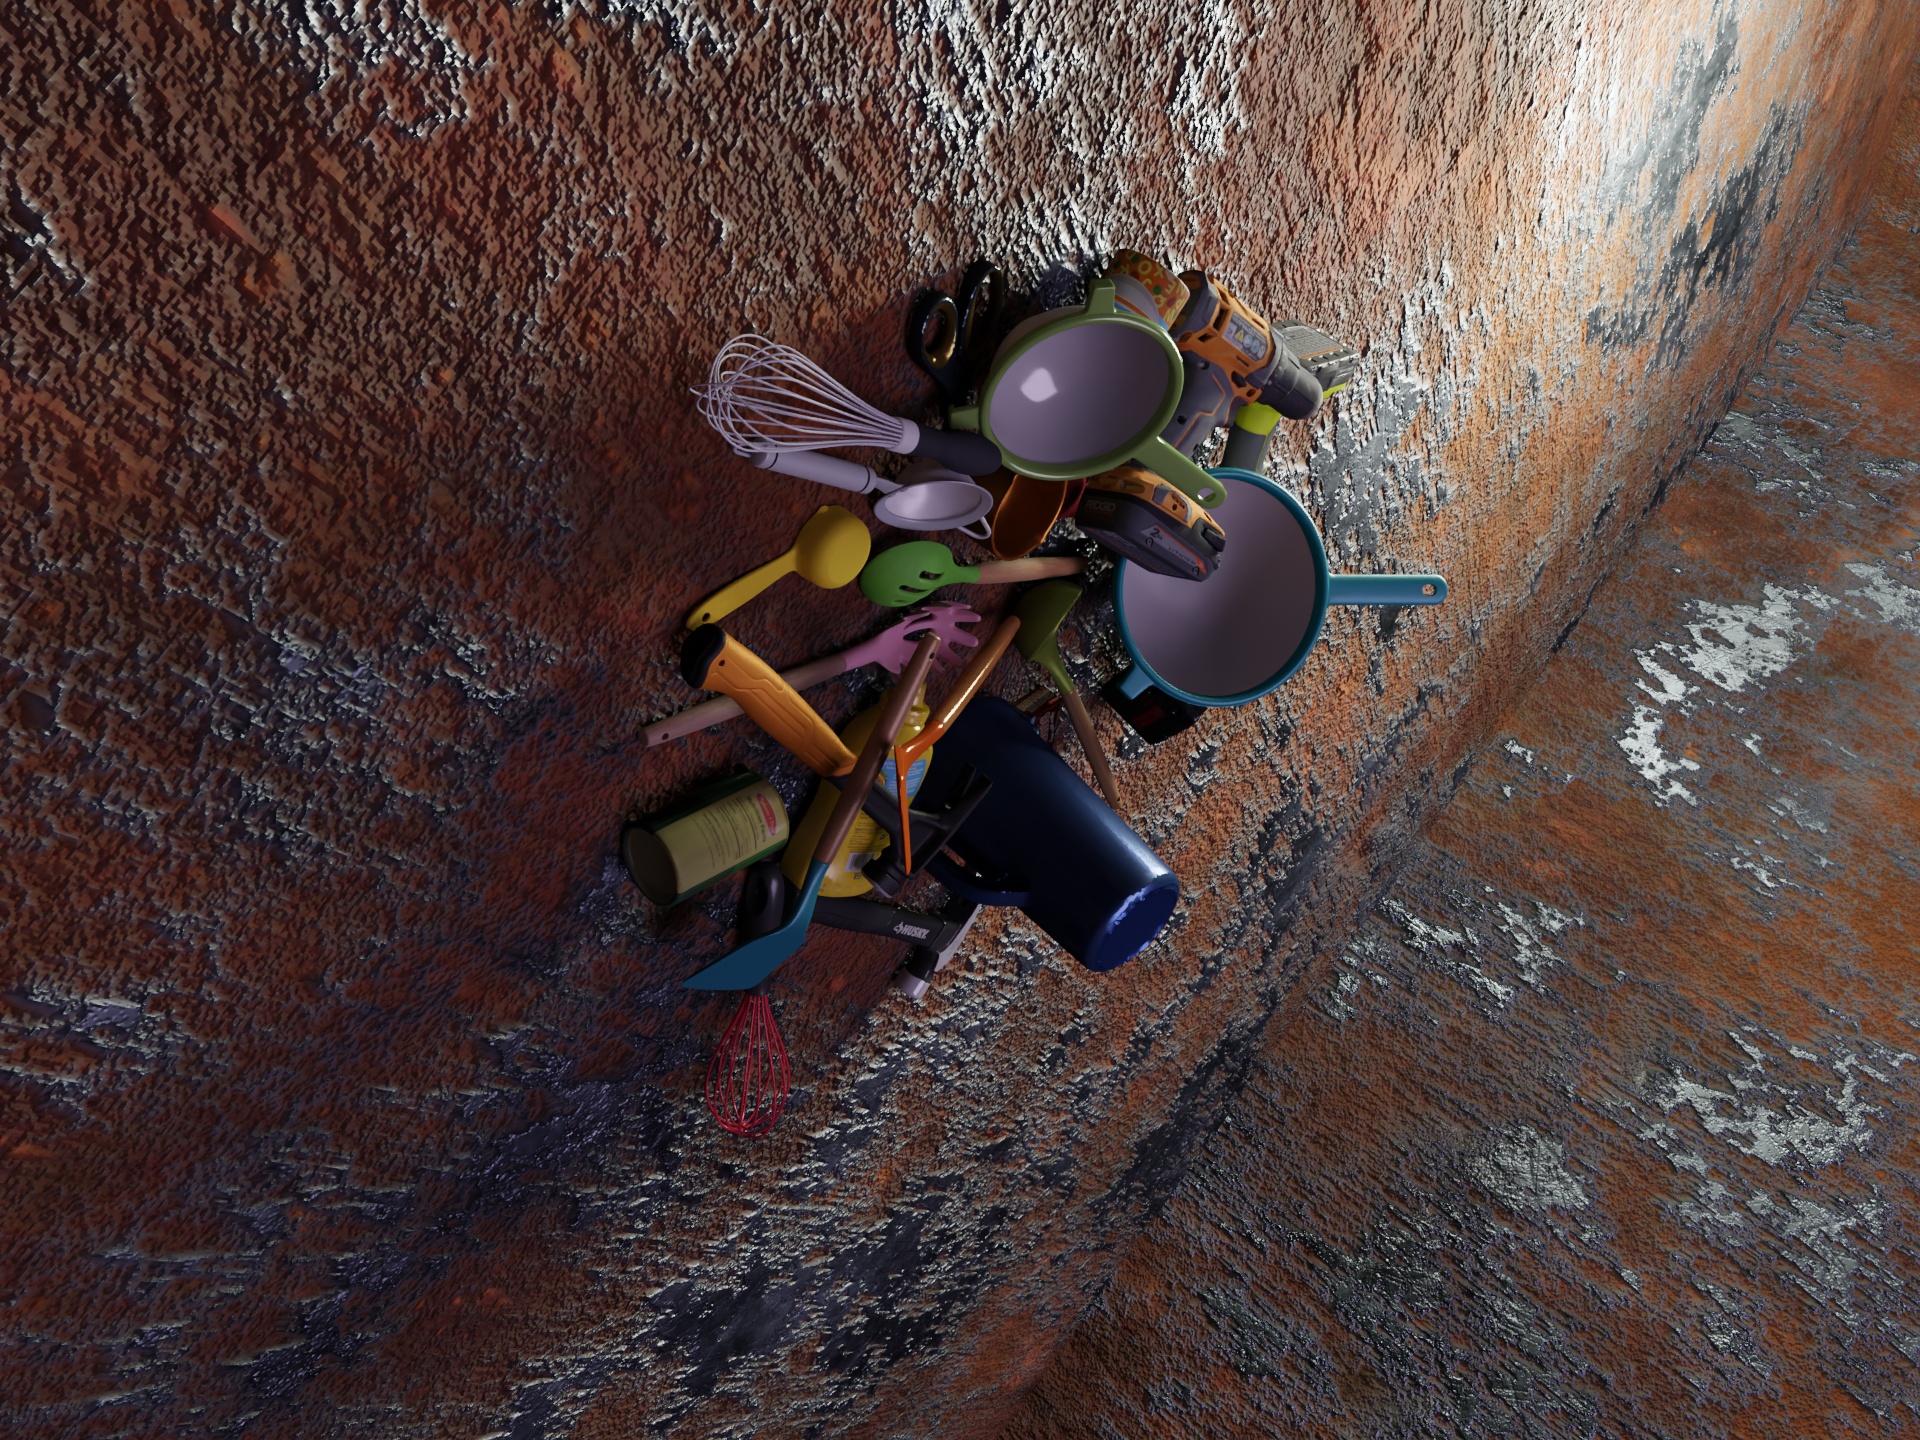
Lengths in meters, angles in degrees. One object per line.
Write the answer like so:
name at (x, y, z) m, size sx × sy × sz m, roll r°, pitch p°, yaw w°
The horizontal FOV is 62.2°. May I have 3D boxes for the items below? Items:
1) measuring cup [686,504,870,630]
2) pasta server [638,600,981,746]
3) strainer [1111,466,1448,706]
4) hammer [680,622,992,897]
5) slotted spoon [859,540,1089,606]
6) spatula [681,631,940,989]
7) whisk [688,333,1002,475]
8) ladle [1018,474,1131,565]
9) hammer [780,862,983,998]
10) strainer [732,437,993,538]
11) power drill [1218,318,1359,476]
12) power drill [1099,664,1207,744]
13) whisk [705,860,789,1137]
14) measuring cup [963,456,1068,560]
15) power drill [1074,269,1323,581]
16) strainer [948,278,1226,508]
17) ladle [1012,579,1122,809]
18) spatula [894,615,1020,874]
measuring cup at (-0.120, -0.095, 1.085) m, size 0.156 × 0.029 × 0.062 m, roll -37°, pitch 147°, yaw -35°
pasta server at (-0.103, -0.032, 1.174) m, size 0.316 × 0.040 × 0.060 m, roll -24°, pitch 131°, yaw -43°
strainer at (0.279, -0.122, 1.458) m, size 0.340 × 0.095 × 0.211 m, roll -1°, pitch 96°, yaw -19°
hammer at (-0.093, 0.019, 1.166) m, size 0.127 × 0.034 × 0.336 m, roll -48°, pitch 142°, yaw -3°
slotted spoon at (0.026, -0.121, 1.290) m, size 0.070 × 0.031 × 0.313 m, roll -44°, pitch 163°, yaw 30°
spatula at (-0.098, 0.073, 1.161) m, size 0.082 × 0.044 × 0.317 m, roll 16°, pitch 104°, yaw -54°
whisk at (-0.059, -0.189, 1.021) m, size 0.284 × 0.070 × 0.070 m, roll 2°, pitch 118°, yaw -52°
ladle at (0.121, -0.166, 1.401) m, size 0.069 × 0.031 × 0.315 m, roll -56°, pitch 154°, yaw 0°
hammer at (-0.075, 0.176, 1.446) m, size 0.146 × 0.035 × 0.334 m, roll -57°, pitch 152°, yaw 3°
strainer at (-0.061, -0.167, 1.091) m, size 0.258 × 0.087 × 0.050 m, roll 5°, pitch 73°, yaw -53°
power drill at (0.286, -0.259, 1.511) m, size 0.171 × 0.080 × 0.223 m, roll -24°, pitch 143°, yaw -44°
power drill at (0.256, -0.090, 1.570) m, size 0.227 × 0.080 × 0.188 m, roll -46°, pitch -177°, yaw -20°
whisk at (-0.172, 0.240, 1.338) m, size 0.073 × 0.073 × 0.295 m, roll -25°, pitch 135°, yaw -44°
measuring cup at (0.061, -0.205, 1.235) m, size 0.173 × 0.052 × 0.095 m, roll -51°, pitch 152°, yaw -13°
power drill at (0.207, -0.231, 1.323) m, size 0.185 × 0.084 × 0.226 m, roll 25°, pitch 87°, yaw -37°
strainer at (0.114, -0.232, 1.177) m, size 0.151 × 0.069 × 0.256 m, roll -37°, pitch 140°, yaw 26°
ladle at (0.114, -0.010, 1.462) m, size 0.078 × 0.062 × 0.319 m, roll -54°, pitch 142°, yaw -23°
spatula at (-0.002, -0.004, 1.214) m, size 0.323 × 0.041 × 0.081 m, roll -55°, pitch 148°, yaw -53°
